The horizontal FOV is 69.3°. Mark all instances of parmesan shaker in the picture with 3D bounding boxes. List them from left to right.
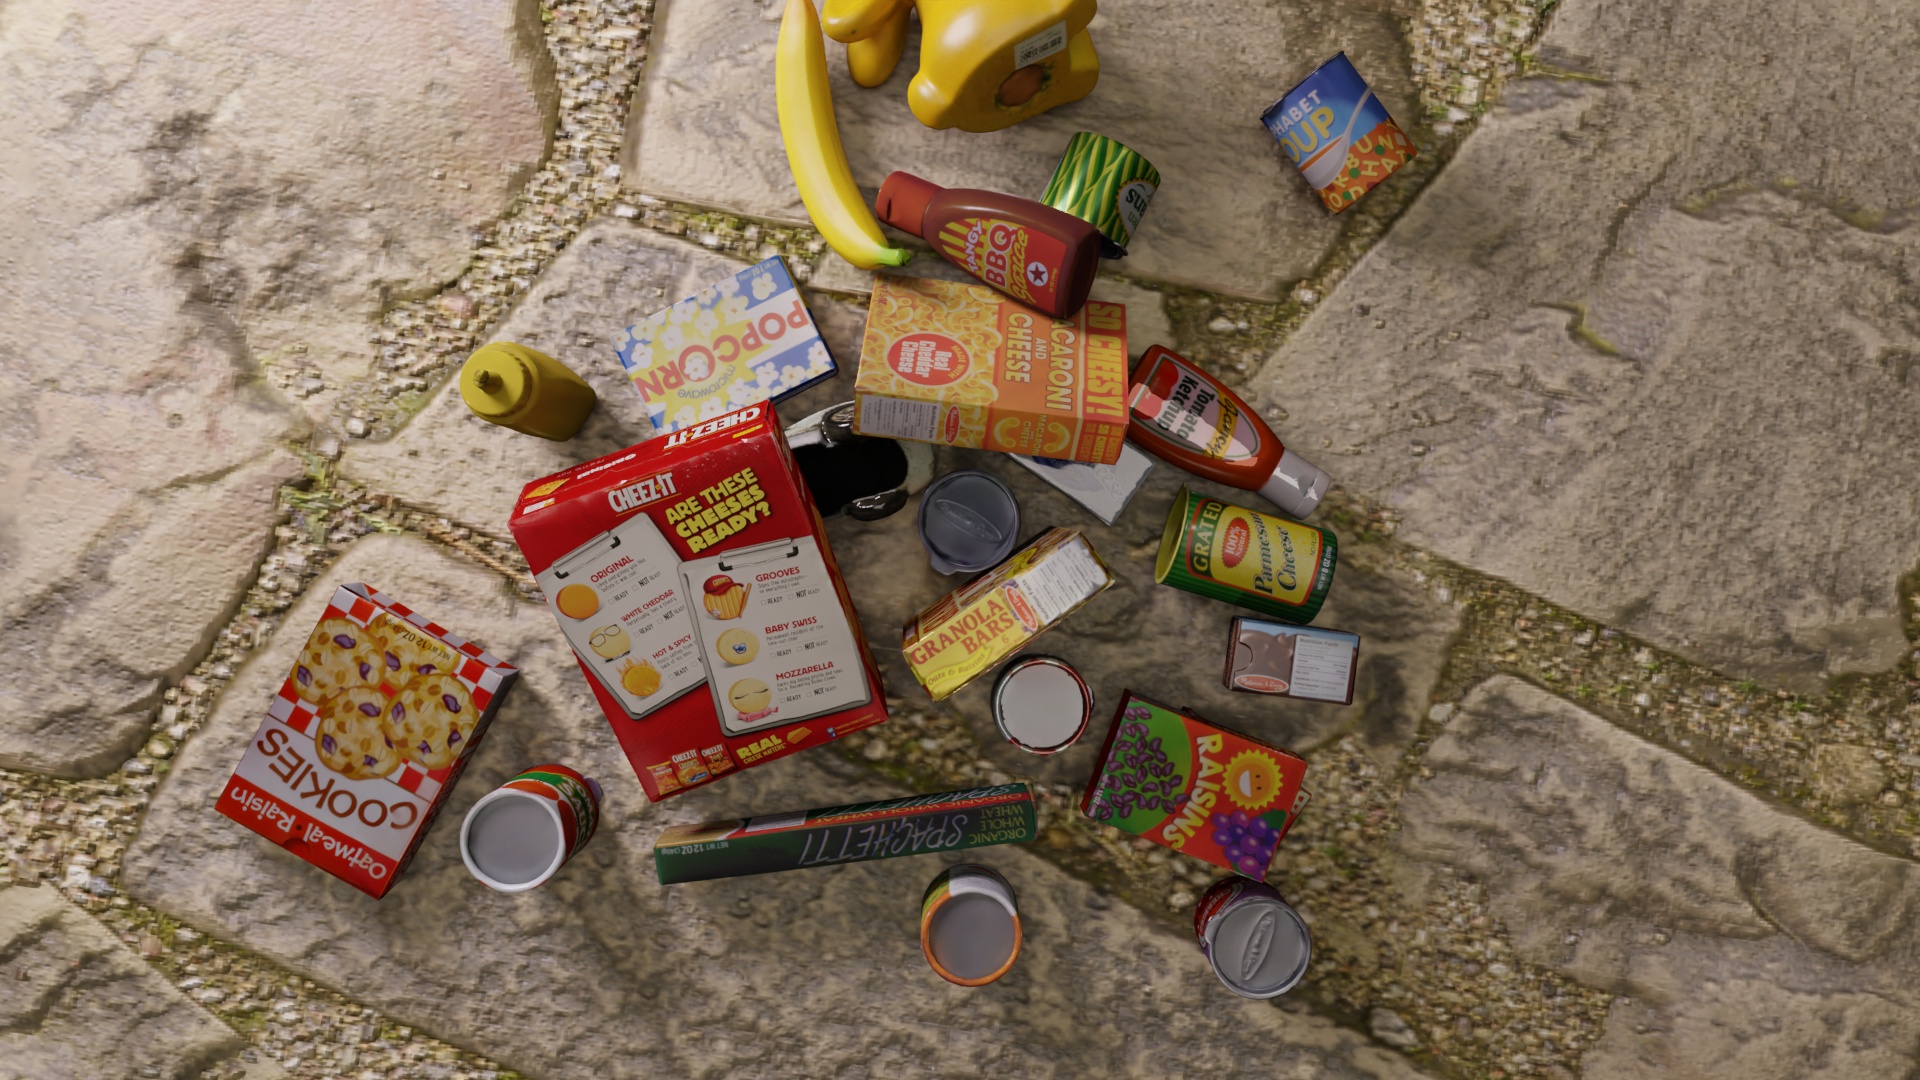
[{"bbox_3d":[0.188,0.008,0.914,0.103,0.071,0.071,16,90,-2],"label":"parmesan shaker"}]

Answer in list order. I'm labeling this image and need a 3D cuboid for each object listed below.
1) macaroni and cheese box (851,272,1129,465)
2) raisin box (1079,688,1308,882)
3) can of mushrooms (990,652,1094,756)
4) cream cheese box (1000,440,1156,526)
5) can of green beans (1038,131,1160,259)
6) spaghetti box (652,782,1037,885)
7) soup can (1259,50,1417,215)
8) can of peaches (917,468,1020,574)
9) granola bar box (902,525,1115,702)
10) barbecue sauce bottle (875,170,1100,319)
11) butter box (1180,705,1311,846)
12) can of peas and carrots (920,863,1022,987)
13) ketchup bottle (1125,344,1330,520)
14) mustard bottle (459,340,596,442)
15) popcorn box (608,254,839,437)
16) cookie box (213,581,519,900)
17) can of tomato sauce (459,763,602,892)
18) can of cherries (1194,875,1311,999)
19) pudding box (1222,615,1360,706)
[{"bbox_3d":[0.021,-0.111,0.887,0.166,0.040,0.124,7,46,-2],"label":"macaroni and cheese box"},{"bbox_3d":[0.150,0.159,0.901,0.123,0.040,0.086,20,89,1],"label":"raisin box"},{"bbox_3d":[0.056,0.109,0.927,0.071,0.033,0.071,0,90,-1],"label":"can of mushrooms"},{"bbox_3d":[0.073,-0.059,0.930,0.104,0.024,0.053,34,89,-1],"label":"cream cheese box"},{"bbox_3d":[0.090,-0.225,0.909,0.071,0.071,0.058,28,90,-2],"label":"can of green beans"},{"bbox_3d":[-0.073,0.192,0.915,0.250,0.050,0.028,-7,93,-2],"label":"spaghetti box"},{"bbox_3d":[0.246,-0.265,0.912,0.071,0.071,0.084,-37,92,-1],"label":"soup can"},{"bbox_3d":[0.003,-0.011,0.912,0.071,0.058,0.071,0,91,-2],"label":"can of peaches"},{"bbox_3d":[0.024,0.041,0.860,0.124,0.165,0.039,-34,93,-1],"label":"granola bar box"},{"bbox_3d":[0.016,-0.198,0.898,0.149,0.044,0.064,27,132,20],"label":"barbecue sauce bottle"},{"bbox_3d":[0.179,0.162,0.934,0.103,0.024,0.053,35,90,-1],"label":"butter box"},{"bbox_3d":[0.006,0.255,0.913,0.071,0.059,0.071,0,90,-1],"label":"can of peas and carrots"},{"bbox_3d":[0.174,-0.067,0.924,0.149,0.043,0.065,32,83,-2],"label":"ketchup bottle"},{"bbox_3d":[-0.273,-0.093,0.854,0.065,0.160,0.049,32,91,0],"label":"mustard bottle"},{"bbox_3d":[-0.155,-0.122,0.917,0.127,0.038,0.085,-26,91,-1],"label":"popcorn box"},{"bbox_3d":[-0.389,0.130,0.912,0.123,0.040,0.167,29,90,-2],"label":"cookie box"},{"bbox_3d":[-0.274,0.183,0.893,0.071,0.083,0.071,0,91,-1],"label":"can of tomato sauce"},{"bbox_3d":[0.190,0.259,0.918,0.071,0.058,0.071,0,92,-1],"label":"can of cherries"},{"bbox_3d":[0.221,0.080,0.932,0.084,0.030,0.049,7,91,-1],"label":"pudding box"}]
